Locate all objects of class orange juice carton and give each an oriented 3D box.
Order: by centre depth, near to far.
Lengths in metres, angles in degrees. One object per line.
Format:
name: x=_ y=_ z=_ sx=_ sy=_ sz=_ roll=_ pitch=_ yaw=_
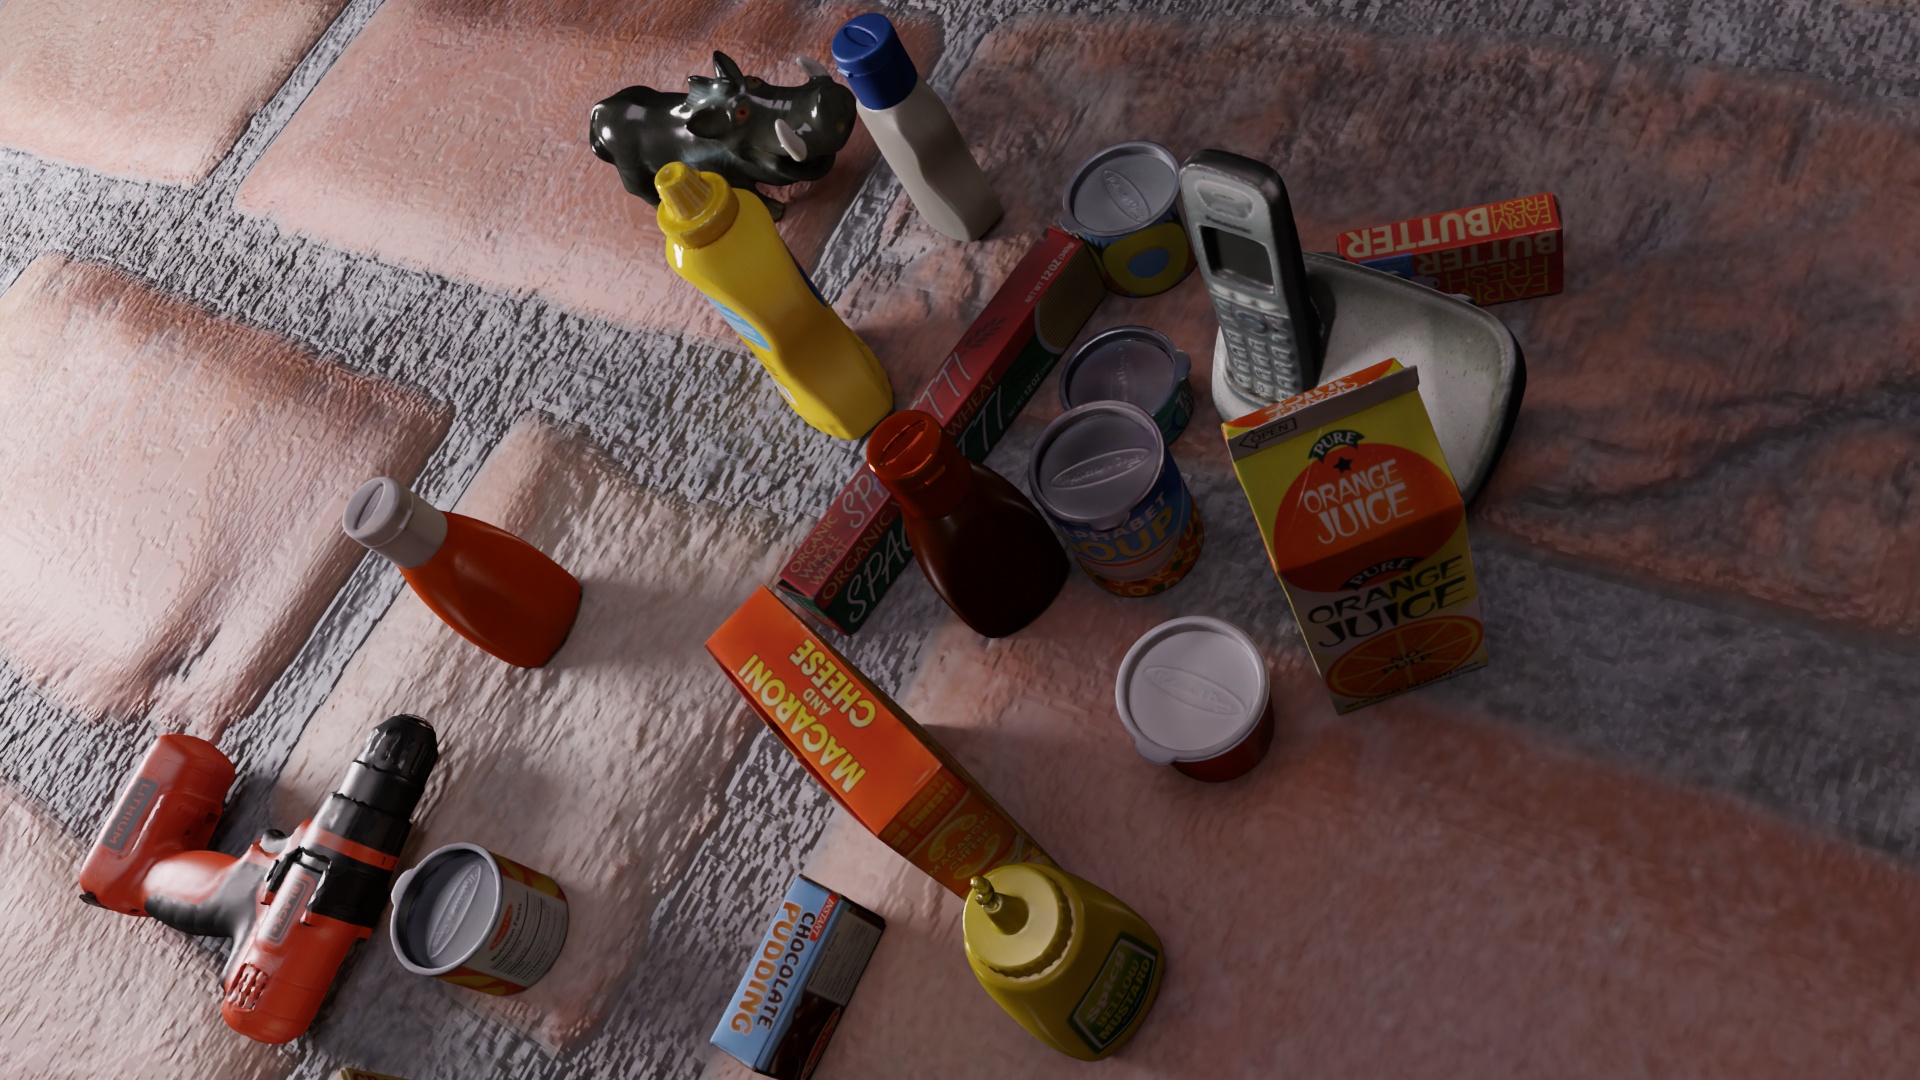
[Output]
orange juice carton: x=0.160 y=-0.005 z=0.561 sx=0.072 sy=0.192 sz=0.073 roll=-21 pitch=56 yaw=12

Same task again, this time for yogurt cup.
yogurt cup: x=0.109 y=0.075 z=0.624 sx=0.072 sy=0.053 sz=0.073 roll=-11 pitch=59 yaw=18

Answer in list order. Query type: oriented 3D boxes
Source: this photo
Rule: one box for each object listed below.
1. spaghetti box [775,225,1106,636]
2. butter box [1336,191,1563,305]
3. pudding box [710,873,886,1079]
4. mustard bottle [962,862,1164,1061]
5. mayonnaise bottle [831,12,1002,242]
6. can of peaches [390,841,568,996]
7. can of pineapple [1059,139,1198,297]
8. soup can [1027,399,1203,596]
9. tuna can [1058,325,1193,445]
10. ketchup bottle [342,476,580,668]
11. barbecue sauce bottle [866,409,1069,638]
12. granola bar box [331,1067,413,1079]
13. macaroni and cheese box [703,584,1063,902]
spaghetti box: x=-0.006 y=-0.060 z=0.755 sx=0.029 sy=0.050 sz=0.250 roll=29 pitch=77 yaw=34
butter box: x=0.242 y=-0.137 z=0.687 sx=0.103 sy=0.053 sz=0.024 roll=-8 pitch=60 yaw=20
pudding box: x=-0.073 y=0.201 z=0.635 sx=0.030 sy=0.049 sz=0.084 roll=17 pitch=70 yaw=31
mustard bottle: x=0.035 y=0.160 z=0.542 sx=0.049 sy=0.159 sz=0.065 roll=25 pitch=75 yaw=33
mayonnaise bottle: x=-0.026 y=-0.237 z=0.805 sx=0.041 sy=0.147 sz=0.065 roll=-46 pitch=55 yaw=-5
can of peaches: x=-0.246 y=0.194 z=0.712 sx=0.071 sy=0.058 sz=0.071 roll=-11 pitch=59 yaw=18
can of pineapple: x=0.095 y=-0.177 z=0.772 sx=0.071 sy=0.057 sz=0.071 roll=-11 pitch=59 yaw=18
soup can: x=0.077 y=-0.016 z=0.672 sx=0.071 sy=0.083 sz=0.071 roll=-11 pitch=59 yaw=19
tuna can: x=0.090 y=-0.078 z=0.733 sx=0.071 sy=0.032 sz=0.071 roll=-11 pitch=59 yaw=18
ketchup bottle: x=-0.274 y=0.016 z=0.770 sx=0.043 sy=0.148 sz=0.065 roll=9 pitch=67 yaw=28
barbecue sauce bottle: x=0.002 y=-0.008 z=0.661 sx=0.065 sy=0.148 sz=0.044 roll=-44 pitch=54 yaw=-4
granola bar box: x=-0.282 y=0.319 z=0.615 sx=0.166 sy=0.124 sz=0.039 roll=-47 pitch=55 yaw=-7
macaroni and cheese box: x=-0.027 y=0.100 z=0.600 sx=0.040 sy=0.166 sz=0.124 roll=-46 pitch=54 yaw=-5
